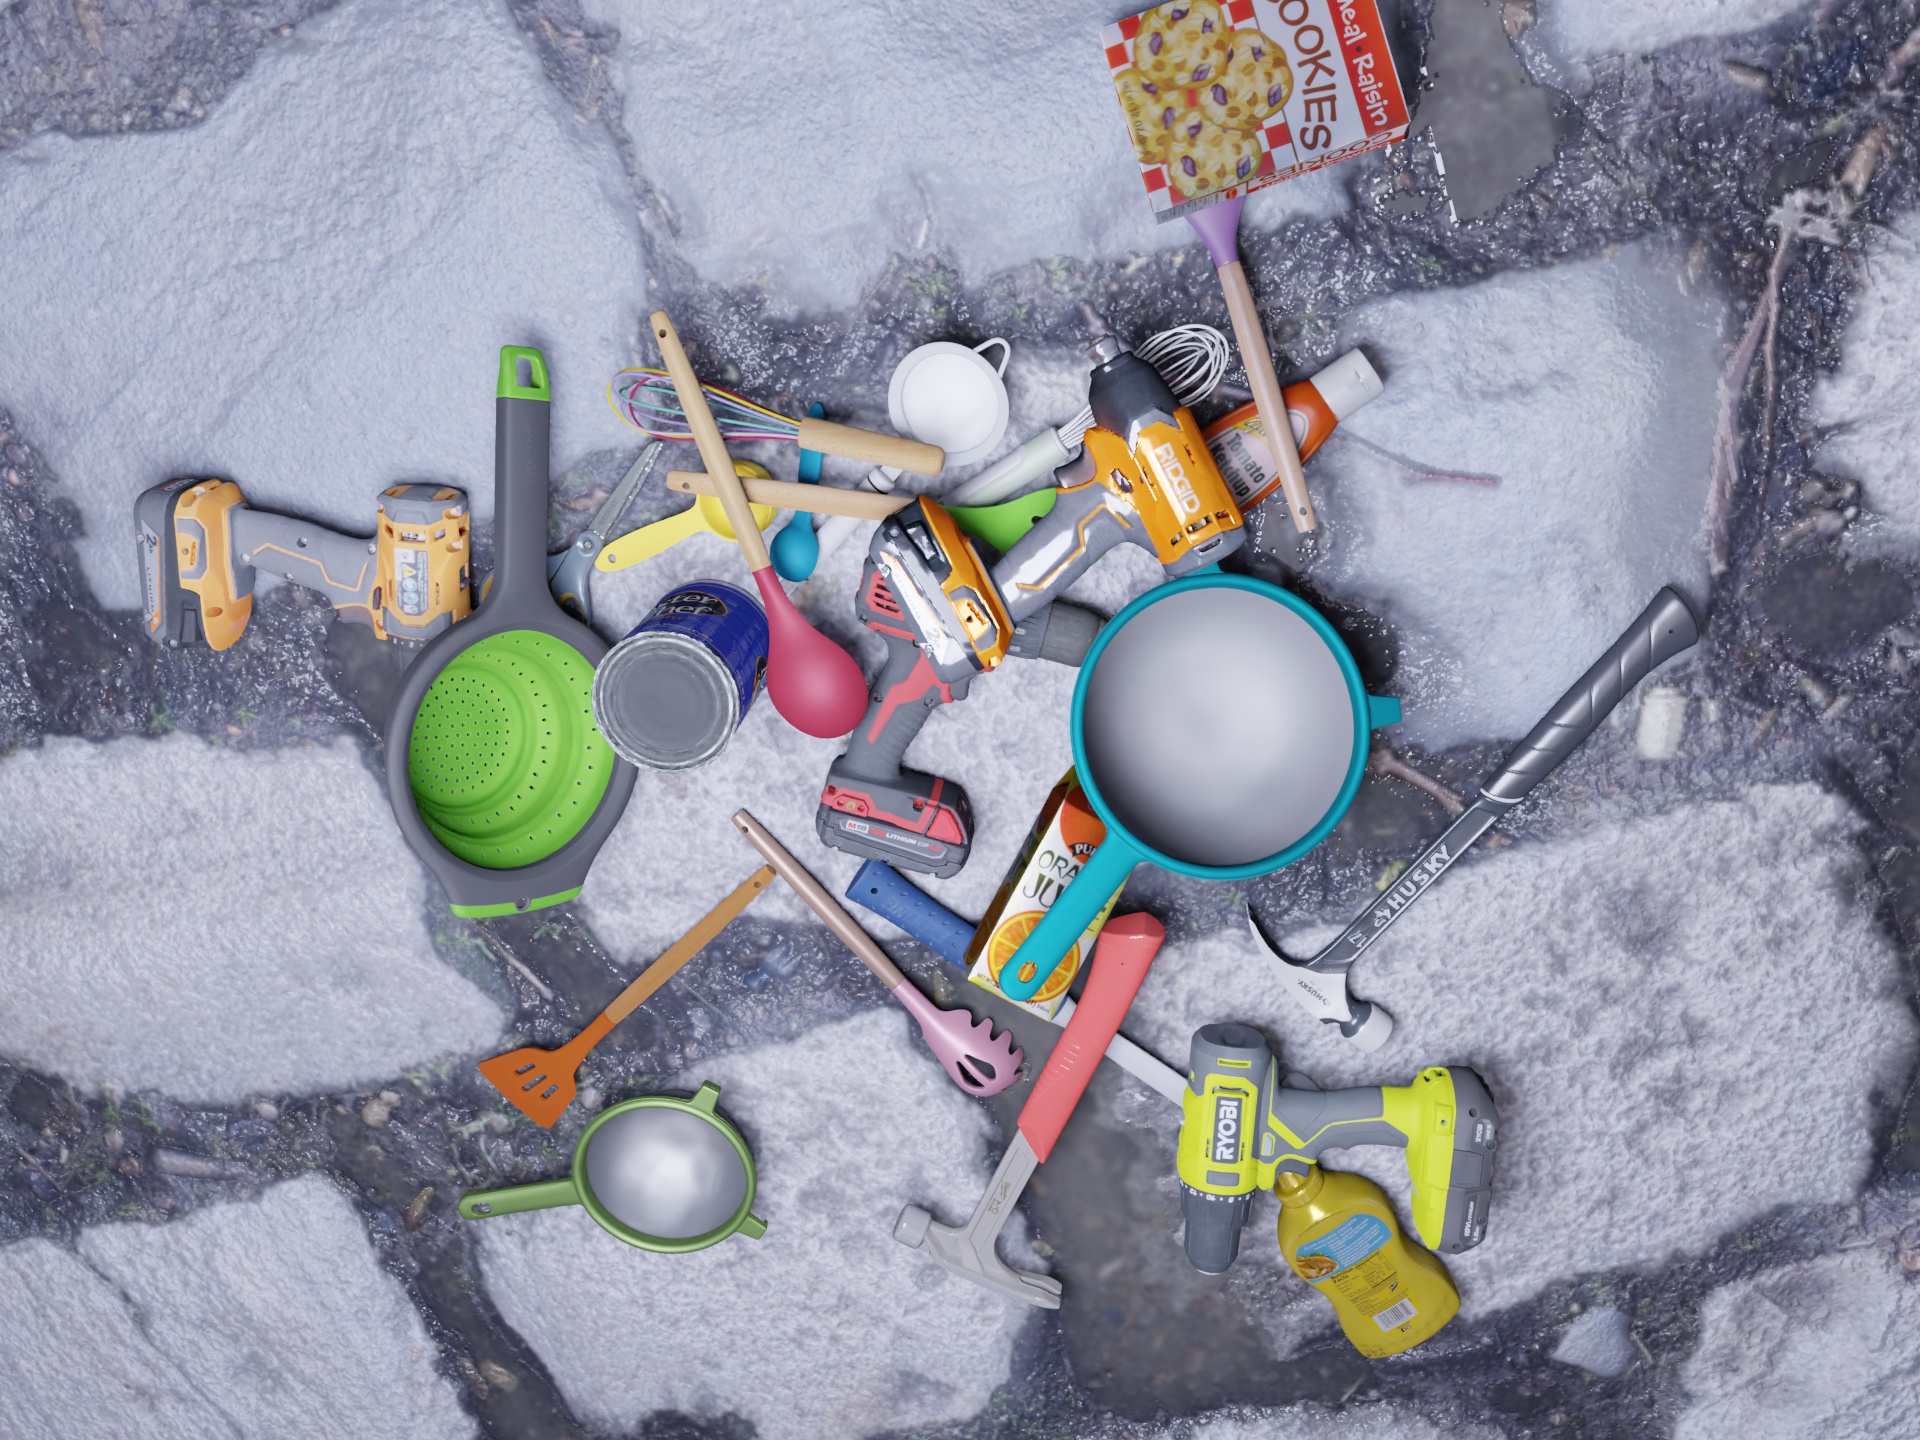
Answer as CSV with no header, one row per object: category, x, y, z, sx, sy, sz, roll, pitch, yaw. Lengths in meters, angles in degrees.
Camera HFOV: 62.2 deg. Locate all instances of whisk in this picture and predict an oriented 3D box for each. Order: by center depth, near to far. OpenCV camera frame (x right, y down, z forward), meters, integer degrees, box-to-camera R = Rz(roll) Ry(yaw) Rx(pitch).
whisk,-0.129,-0.202,1.100,0.245,0.051,0.047,14,102,8
whisk,0.076,-0.198,1.103,0.246,0.058,0.059,-30,134,18

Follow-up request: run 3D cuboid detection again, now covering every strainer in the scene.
strainer,0.134,0.055,1.122,0.211,0.095,0.340,39,85,-3
strainer,-0.051,-0.177,1.124,0.087,0.050,0.258,44,113,-5
strainer,-0.288,0.368,1.315,0.256,0.069,0.151,-12,110,9

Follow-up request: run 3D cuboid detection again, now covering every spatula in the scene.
spatula,0.187,-0.277,1.052,0.060,0.018,0.316,-16,95,9
spatula,-0.265,0.220,1.289,0.322,0.041,0.081,-42,101,12

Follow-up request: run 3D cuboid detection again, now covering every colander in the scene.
colander,-0.335,-0.064,1.138,0.094,0.204,0.397,10,100,42

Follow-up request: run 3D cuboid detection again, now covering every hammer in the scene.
hammer,0.381,0.065,1.173,0.149,0.036,0.409,37,107,-7
hammer,0.079,0.304,1.242,0.149,0.037,0.359,24,113,-2
hammer,0.083,0.238,1.257,0.405,0.035,0.144,35,108,-7

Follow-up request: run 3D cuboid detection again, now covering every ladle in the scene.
ladle,-0.145,-0.129,1.090,0.069,0.031,0.315,-20,101,12

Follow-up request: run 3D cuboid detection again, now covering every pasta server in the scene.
pasta server,-0.067,0.185,1.258,0.060,0.040,0.316,-41,97,16

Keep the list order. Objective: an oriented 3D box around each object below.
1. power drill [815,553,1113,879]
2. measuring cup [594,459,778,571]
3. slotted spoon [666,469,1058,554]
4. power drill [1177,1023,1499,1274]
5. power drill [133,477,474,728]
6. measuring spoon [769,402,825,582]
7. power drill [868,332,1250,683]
power drill,-0.002,-0.004,1.162,0.188,0.080,0.226,15,107,-1
measuring cup,-0.200,-0.143,1.160,0.156,0.029,0.062,-20,102,23
slotted spoon,-0.048,-0.145,1.107,0.313,0.031,0.070,8,123,-1
power drill,0.278,0.337,1.210,0.228,0.080,0.190,4,100,4
power drill,-0.473,-0.086,1.172,0.226,0.084,0.185,4,111,-1
measuring spoon,-0.116,-0.162,1.131,0.042,0.021,0.128,16,101,39
power drill,0.056,-0.139,1.049,0.226,0.084,0.164,-27,100,6
